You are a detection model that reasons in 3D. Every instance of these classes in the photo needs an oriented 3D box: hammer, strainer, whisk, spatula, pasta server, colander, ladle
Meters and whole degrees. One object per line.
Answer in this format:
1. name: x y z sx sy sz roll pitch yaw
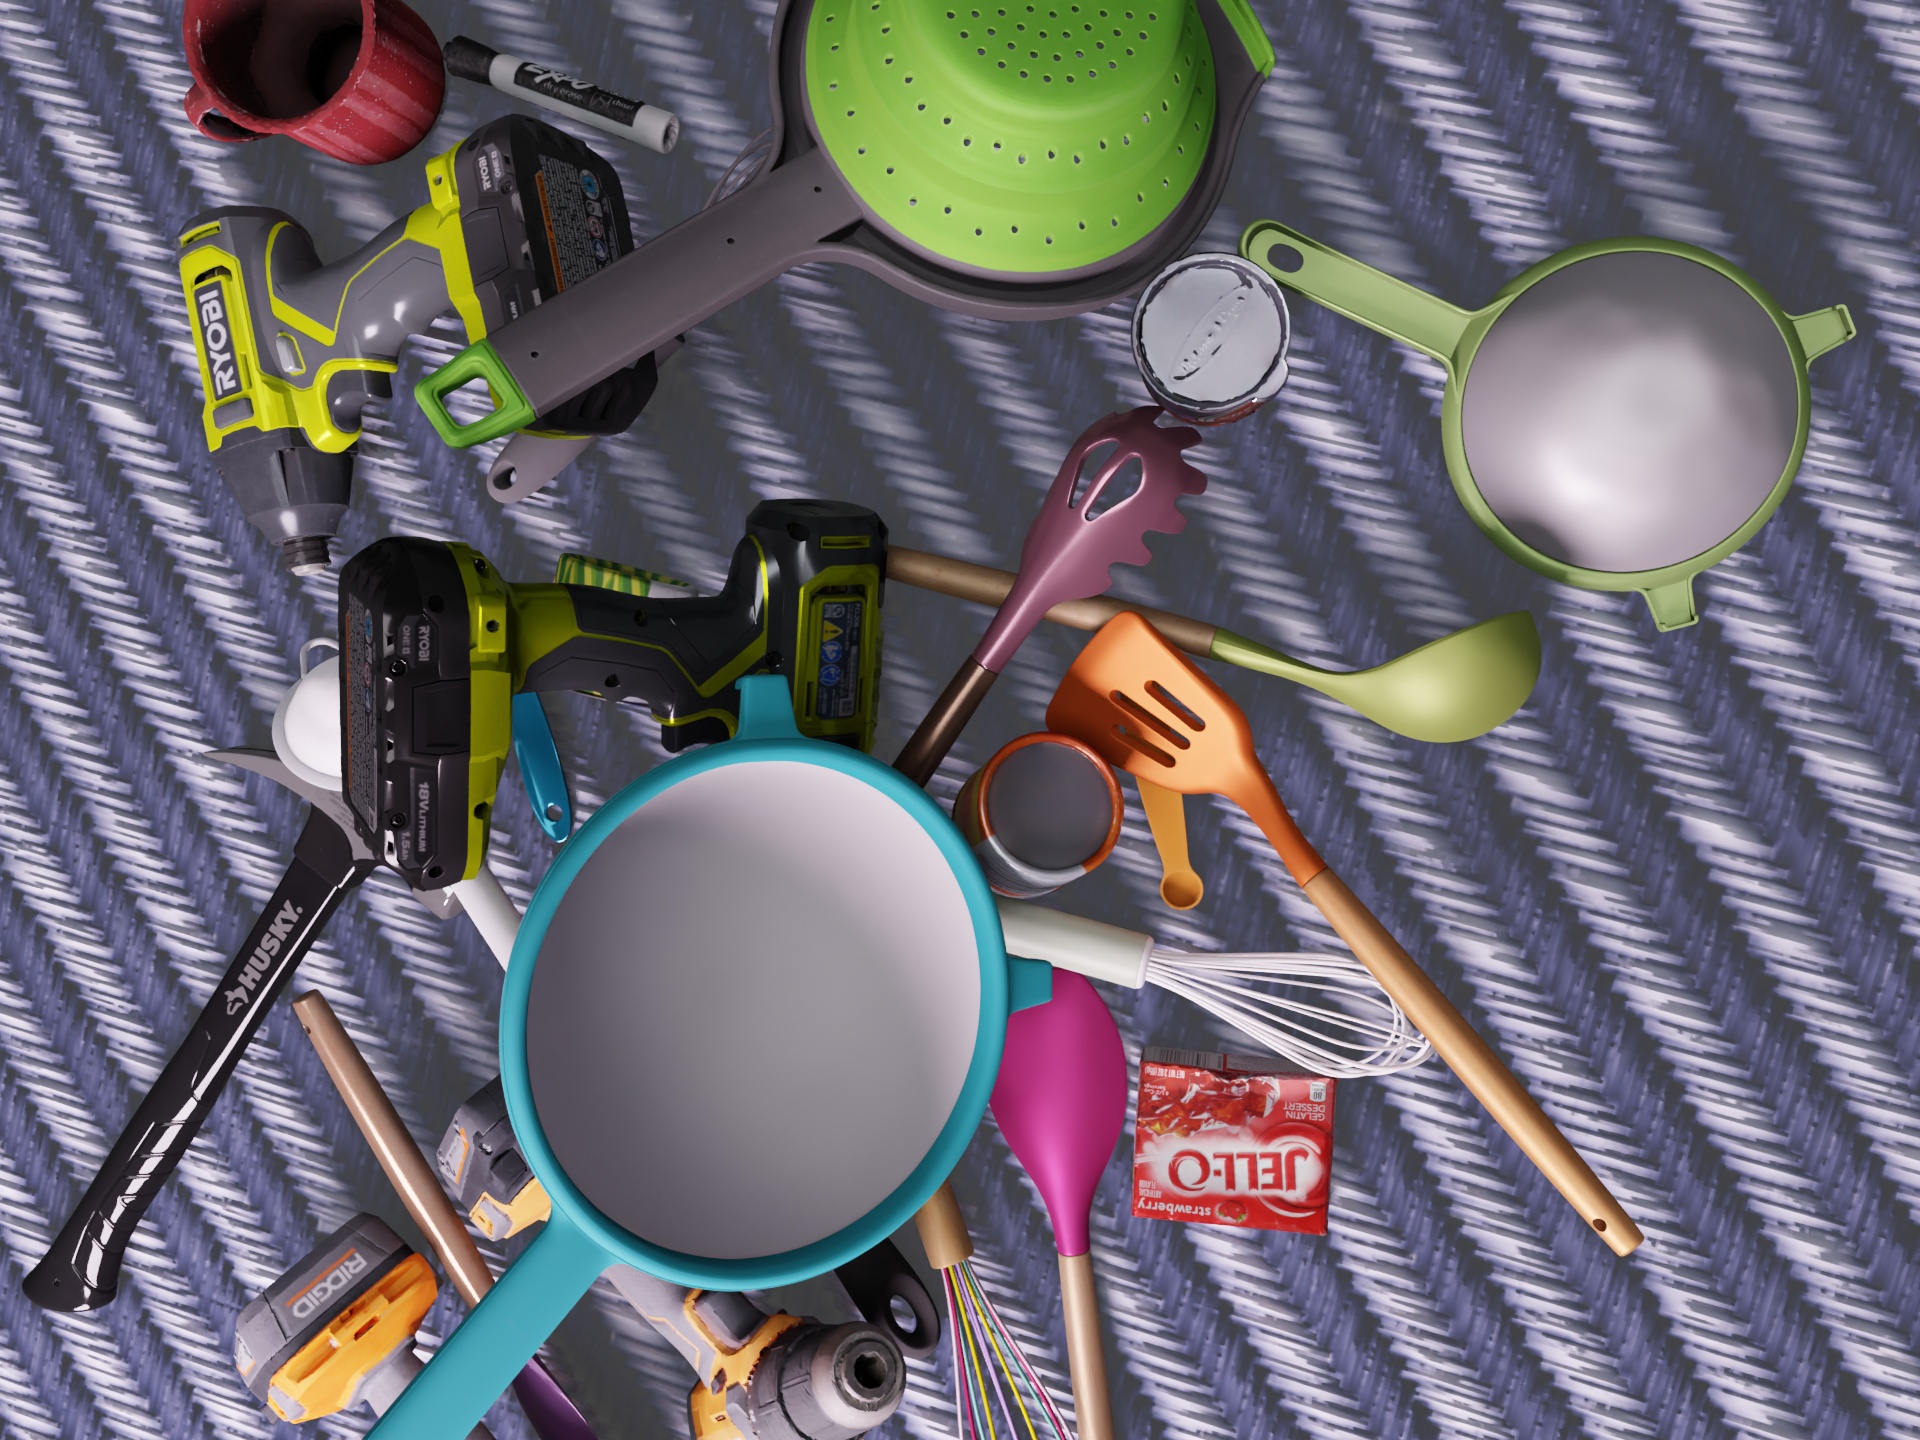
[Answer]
1. hammer: -0.386 0.165 0.810 0.146 0.035 0.334 36 99 5
2. strainer: 0.233 -0.153 0.662 0.256 0.069 0.151 27 98 6
3. strainer: -0.245 0.042 0.738 0.087 0.050 0.259 -30 69 -25
4. whisk: -0.140 -0.185 0.739 0.239 0.055 0.055 -41 86 14
5. spatula: -0.231 0.263 0.753 0.060 0.018 0.315 -12 108 42
6. whisk: -0.099 0.180 0.750 0.073 0.073 0.296 -34 93 10
7. whisk: 0.091 0.111 0.718 0.246 0.059 0.057 14 126 13
8. spatula: 0.159 0.088 0.663 0.323 0.041 0.081 51 133 20
9. whisk: 0.004 0.273 0.740 0.051 0.047 0.245 -25 83 47
10. pasta server: -0.001 -0.002 0.696 0.060 0.040 0.316 39 104 20
11. colander: -0.040 -0.229 0.625 0.397 0.094 0.204 -34 89 -11
12. ladle: 0.090 -0.053 0.704 0.320 0.078 0.062 15 86 16
13. strainer: -0.130 0.157 0.624 0.210 0.095 0.340 48 68 -21

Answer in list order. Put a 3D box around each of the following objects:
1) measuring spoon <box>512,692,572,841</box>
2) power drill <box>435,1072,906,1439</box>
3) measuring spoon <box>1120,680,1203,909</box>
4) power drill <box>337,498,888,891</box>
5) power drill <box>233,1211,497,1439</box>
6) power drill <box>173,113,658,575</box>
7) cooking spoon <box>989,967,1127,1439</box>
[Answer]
1. measuring spoon: -0.209 -0.004 0.780 0.042 0.021 0.128 -10 101 9
2. power drill: -0.124 0.239 0.704 0.226 0.084 0.185 47 144 5
3. measuring spoon: 0.092 0.029 0.731 0.021 0.011 0.117 -12 88 10
4. power drill: -0.138 0.003 0.681 0.228 0.080 0.190 -5 108 -33
5. power drill: -0.242 0.355 0.754 0.226 0.084 0.164 45 142 7
6. power drill: -0.256 -0.169 0.729 0.223 0.080 0.171 -11 91 26
7. cooking spoon: 0.057 0.274 0.747 0.069 0.017 0.319 -7 92 12
